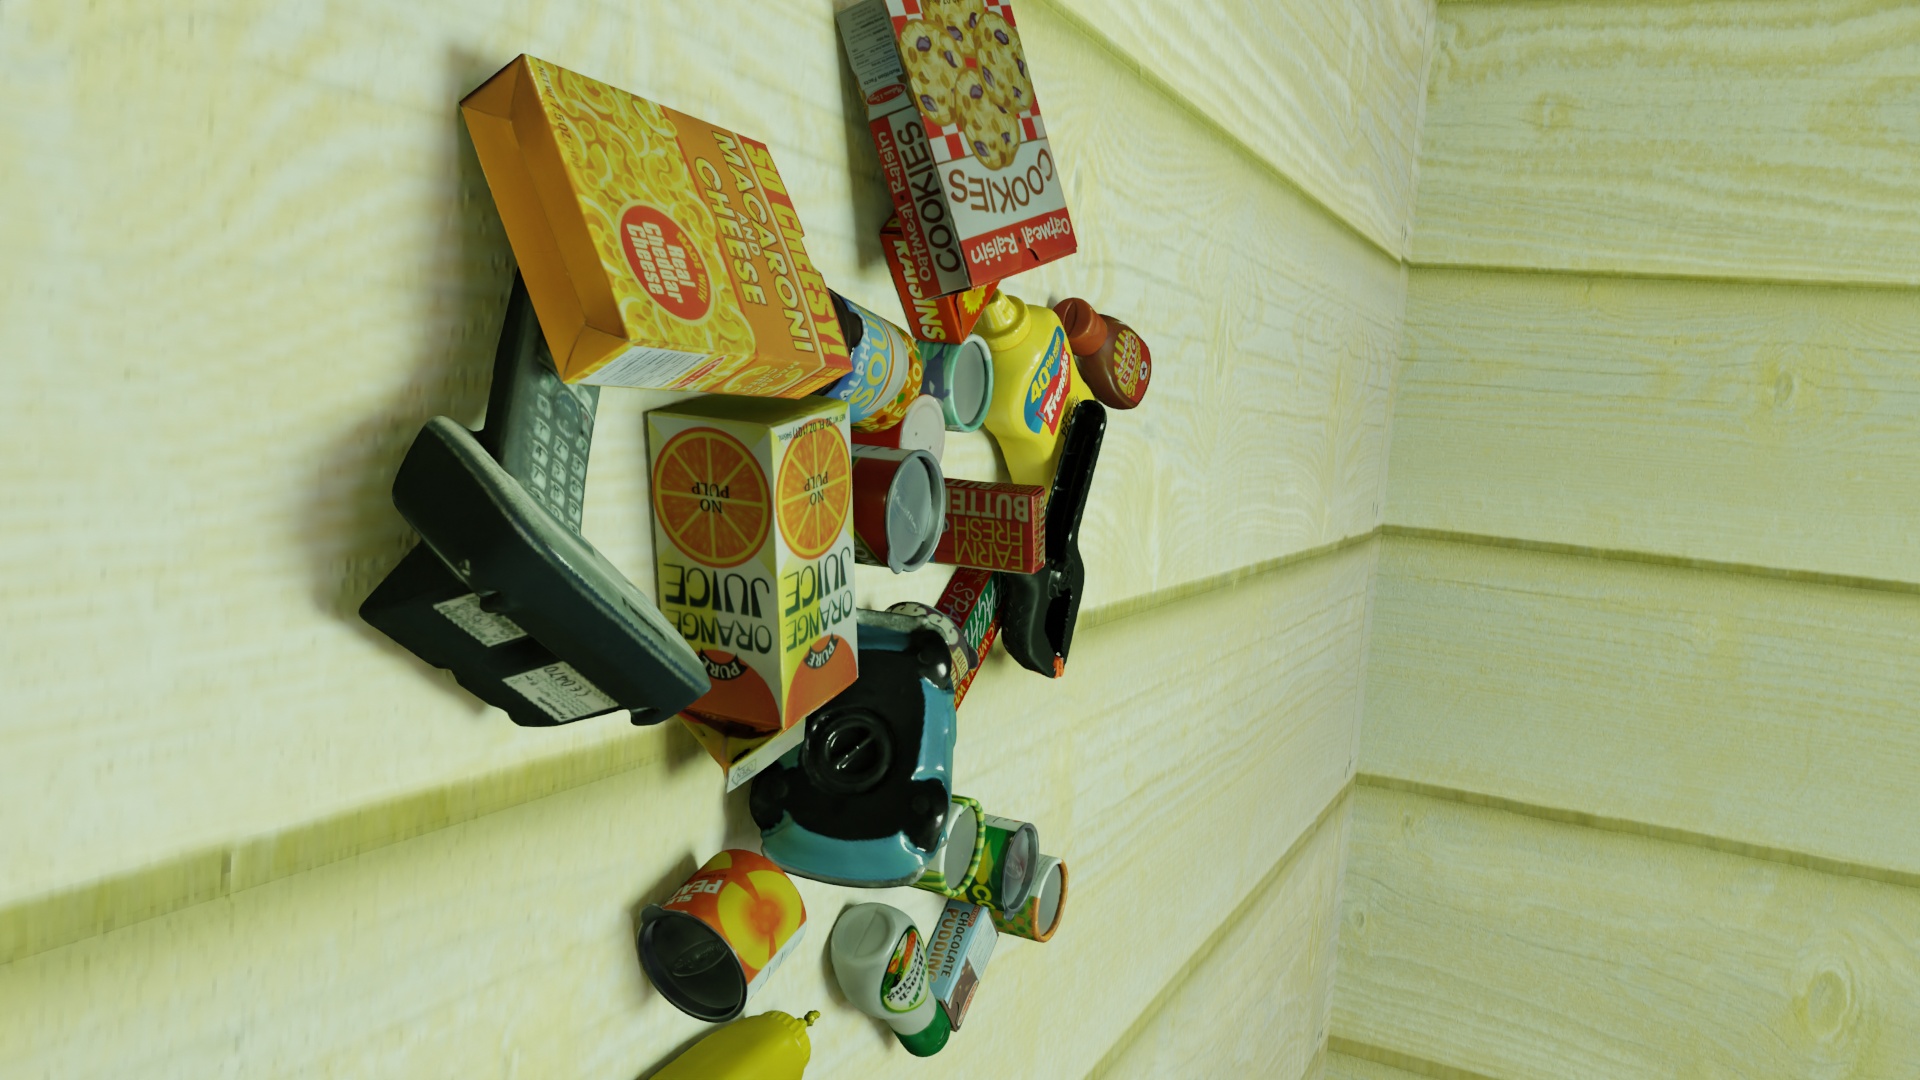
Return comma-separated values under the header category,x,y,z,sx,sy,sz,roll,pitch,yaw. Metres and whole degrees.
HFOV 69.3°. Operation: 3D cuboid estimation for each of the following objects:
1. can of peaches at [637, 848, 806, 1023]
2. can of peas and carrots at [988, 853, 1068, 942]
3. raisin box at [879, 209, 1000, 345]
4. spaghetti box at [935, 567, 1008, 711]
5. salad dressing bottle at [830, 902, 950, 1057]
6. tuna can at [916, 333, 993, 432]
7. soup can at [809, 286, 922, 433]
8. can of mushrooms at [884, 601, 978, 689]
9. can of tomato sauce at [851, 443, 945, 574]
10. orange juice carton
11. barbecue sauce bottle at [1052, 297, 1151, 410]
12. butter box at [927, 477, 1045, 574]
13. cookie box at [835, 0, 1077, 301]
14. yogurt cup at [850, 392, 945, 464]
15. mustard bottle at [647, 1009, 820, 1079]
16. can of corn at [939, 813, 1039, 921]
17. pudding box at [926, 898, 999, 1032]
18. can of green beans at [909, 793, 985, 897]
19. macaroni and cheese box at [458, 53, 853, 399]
category,x,y,z,sx,sy,sz,roll,pitch,yaw
can of peaches,-0.122,0.198,0.709,0.058,0.071,0.071,-39,131,-55
can of peas and carrots,0.046,0.276,1.082,0.071,0.059,0.070,-26,120,-60
raisin box,0.000,-0.198,0.891,0.124,0.040,0.085,-62,148,-36
spaghetti box,-0.020,0.100,0.936,0.251,0.028,0.050,-60,146,-39
salad dressing bottle,-0.042,0.295,0.921,0.064,0.044,0.147,-62,148,-34
tuna can,-0.006,-0.101,0.909,0.071,0.033,0.071,-25,118,-61
soup can,-0.064,-0.096,0.746,0.084,0.071,0.071,14,84,-65
can of mushrooms,-0.027,0.074,0.866,0.034,0.071,0.070,-50,140,-46
can of tomato sauce,-0.060,-0.019,0.759,0.071,0.083,0.071,-27,120,-60
orange juice carton,-0.101,0.026,0.698,0.072,0.073,0.192,-29,123,-60
barbecue sauce bottle,0.114,-0.156,1.133,0.148,0.043,0.065,26,74,-63
butter box,0.003,-0.011,0.870,0.024,0.103,0.053,-30,123,-60
cookie box,0.003,-0.236,0.819,0.123,0.040,0.167,-31,108,-49
yogurt cup,-0.045,-0.061,0.816,0.072,0.054,0.072,-27,121,-59
mustard bottle,-0.123,0.296,0.749,0.161,0.049,0.065,-22,117,-62
can of corn,0.018,0.236,1.013,0.071,0.058,0.071,-27,121,-60
pudding box,-0.003,0.309,1.021,0.084,0.030,0.049,-62,148,-37
can of green beans,-0.023,0.198,0.921,0.071,0.058,0.071,-27,121,-60
macaroni and cheese box,-0.121,-0.126,0.597,0.167,0.040,0.124,-7,73,-64
